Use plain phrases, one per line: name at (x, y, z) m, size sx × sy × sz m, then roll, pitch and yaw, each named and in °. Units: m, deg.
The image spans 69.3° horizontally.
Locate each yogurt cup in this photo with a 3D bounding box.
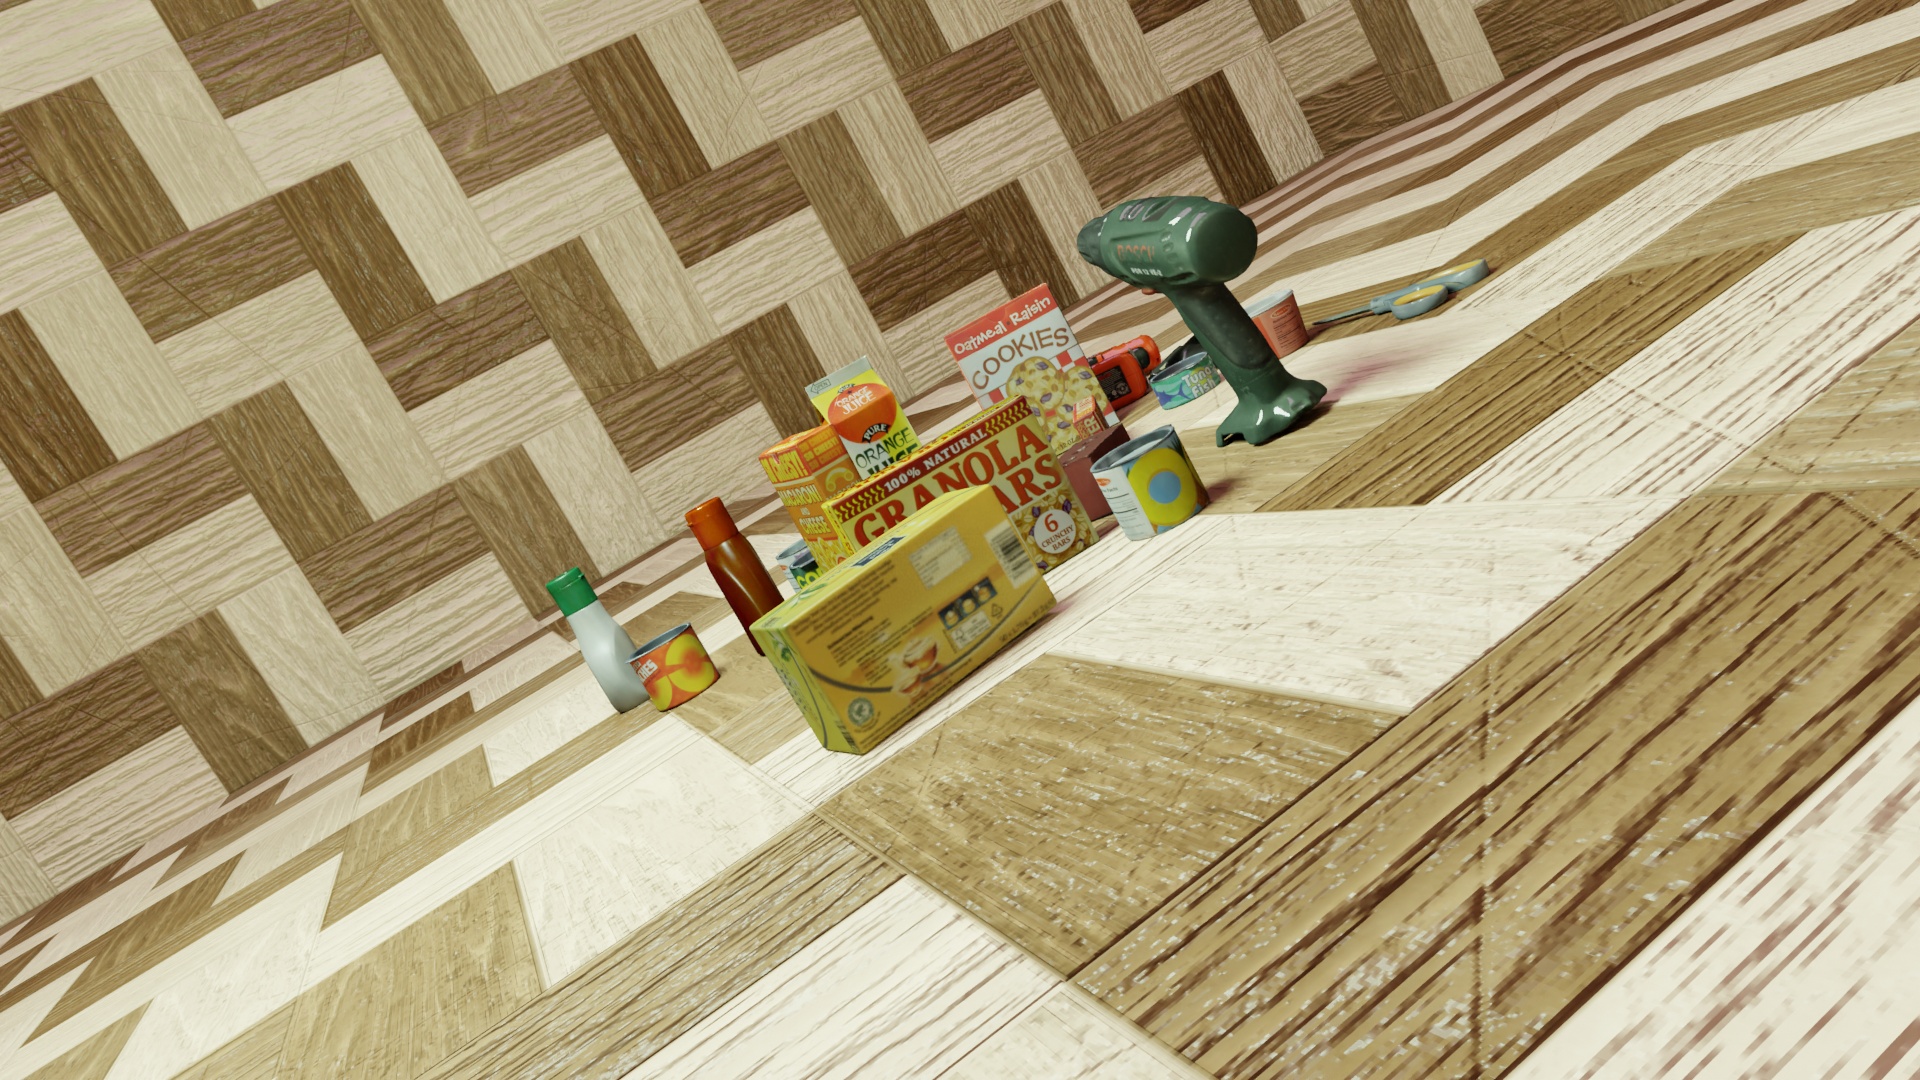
yogurt cup at (0.303, -0.206, 1.351) m, size 0.072 × 0.054 × 0.072 m, roll -28°, pitch 10°, yaw 5°

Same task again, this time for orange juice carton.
orange juice carton at (-0.078, -0.084, 1.386) m, size 0.072 × 0.192 × 0.073 m, roll -31°, pitch 10°, yaw -10°

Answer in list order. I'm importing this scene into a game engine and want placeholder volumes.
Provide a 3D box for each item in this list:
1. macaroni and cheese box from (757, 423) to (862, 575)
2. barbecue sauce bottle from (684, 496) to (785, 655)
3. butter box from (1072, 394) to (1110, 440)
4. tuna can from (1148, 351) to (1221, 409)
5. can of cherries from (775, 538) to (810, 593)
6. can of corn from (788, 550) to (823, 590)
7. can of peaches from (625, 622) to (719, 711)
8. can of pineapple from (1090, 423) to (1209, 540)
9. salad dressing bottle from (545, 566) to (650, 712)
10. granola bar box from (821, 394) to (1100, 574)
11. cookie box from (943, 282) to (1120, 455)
macaroni and cheese box at (-0.100, -0.011, 1.158) m, size 0.040 × 0.166 × 0.123 m, roll -33°, pitch 10°, yaw -20°
barbecue sauce bottle at (-0.199, 0.032, 1.266) m, size 0.044 × 0.148 × 0.064 m, roll -34°, pitch 11°, yaw -28°
butter box at (0.129, -0.104, 1.322) m, size 0.024 × 0.053 × 0.104 m, roll -27°, pitch 10°, yaw 11°
tuna can at (0.226, -0.160, 1.391) m, size 0.071 × 0.032 × 0.071 m, roll -28°, pitch 10°, yaw 5°
can of cherries at (-0.142, 0.025, 1.404) m, size 0.071 × 0.058 × 0.071 m, roll -28°, pitch 10°, yaw 5°
can of corn at (-0.118, 0.034, 1.292) m, size 0.071 × 0.058 × 0.071 m, roll -28°, pitch 10°, yaw 5°
can of peaches at (-0.266, 0.118, 1.281) m, size 0.071 × 0.058 × 0.071 m, roll -28°, pitch 10°, yaw 5°
can of pineapple at (0.135, -0.041, 0.978) m, size 0.071 × 0.057 × 0.071 m, roll -28°, pitch 10°, yaw 5°
salad dressing bottle at (-0.355, 0.097, 1.371) m, size 0.044 × 0.147 × 0.064 m, roll -27°, pitch 10°, yaw 11°
granola bar box at (0.002, -0.014, 1.015) m, size 0.166 × 0.124 × 0.039 m, roll -31°, pitch 10°, yaw -11°
cookie box at (0.075, -0.171, 1.469) m, size 0.123 × 0.167 × 0.040 m, roll -28°, pitch 10°, yaw 3°
